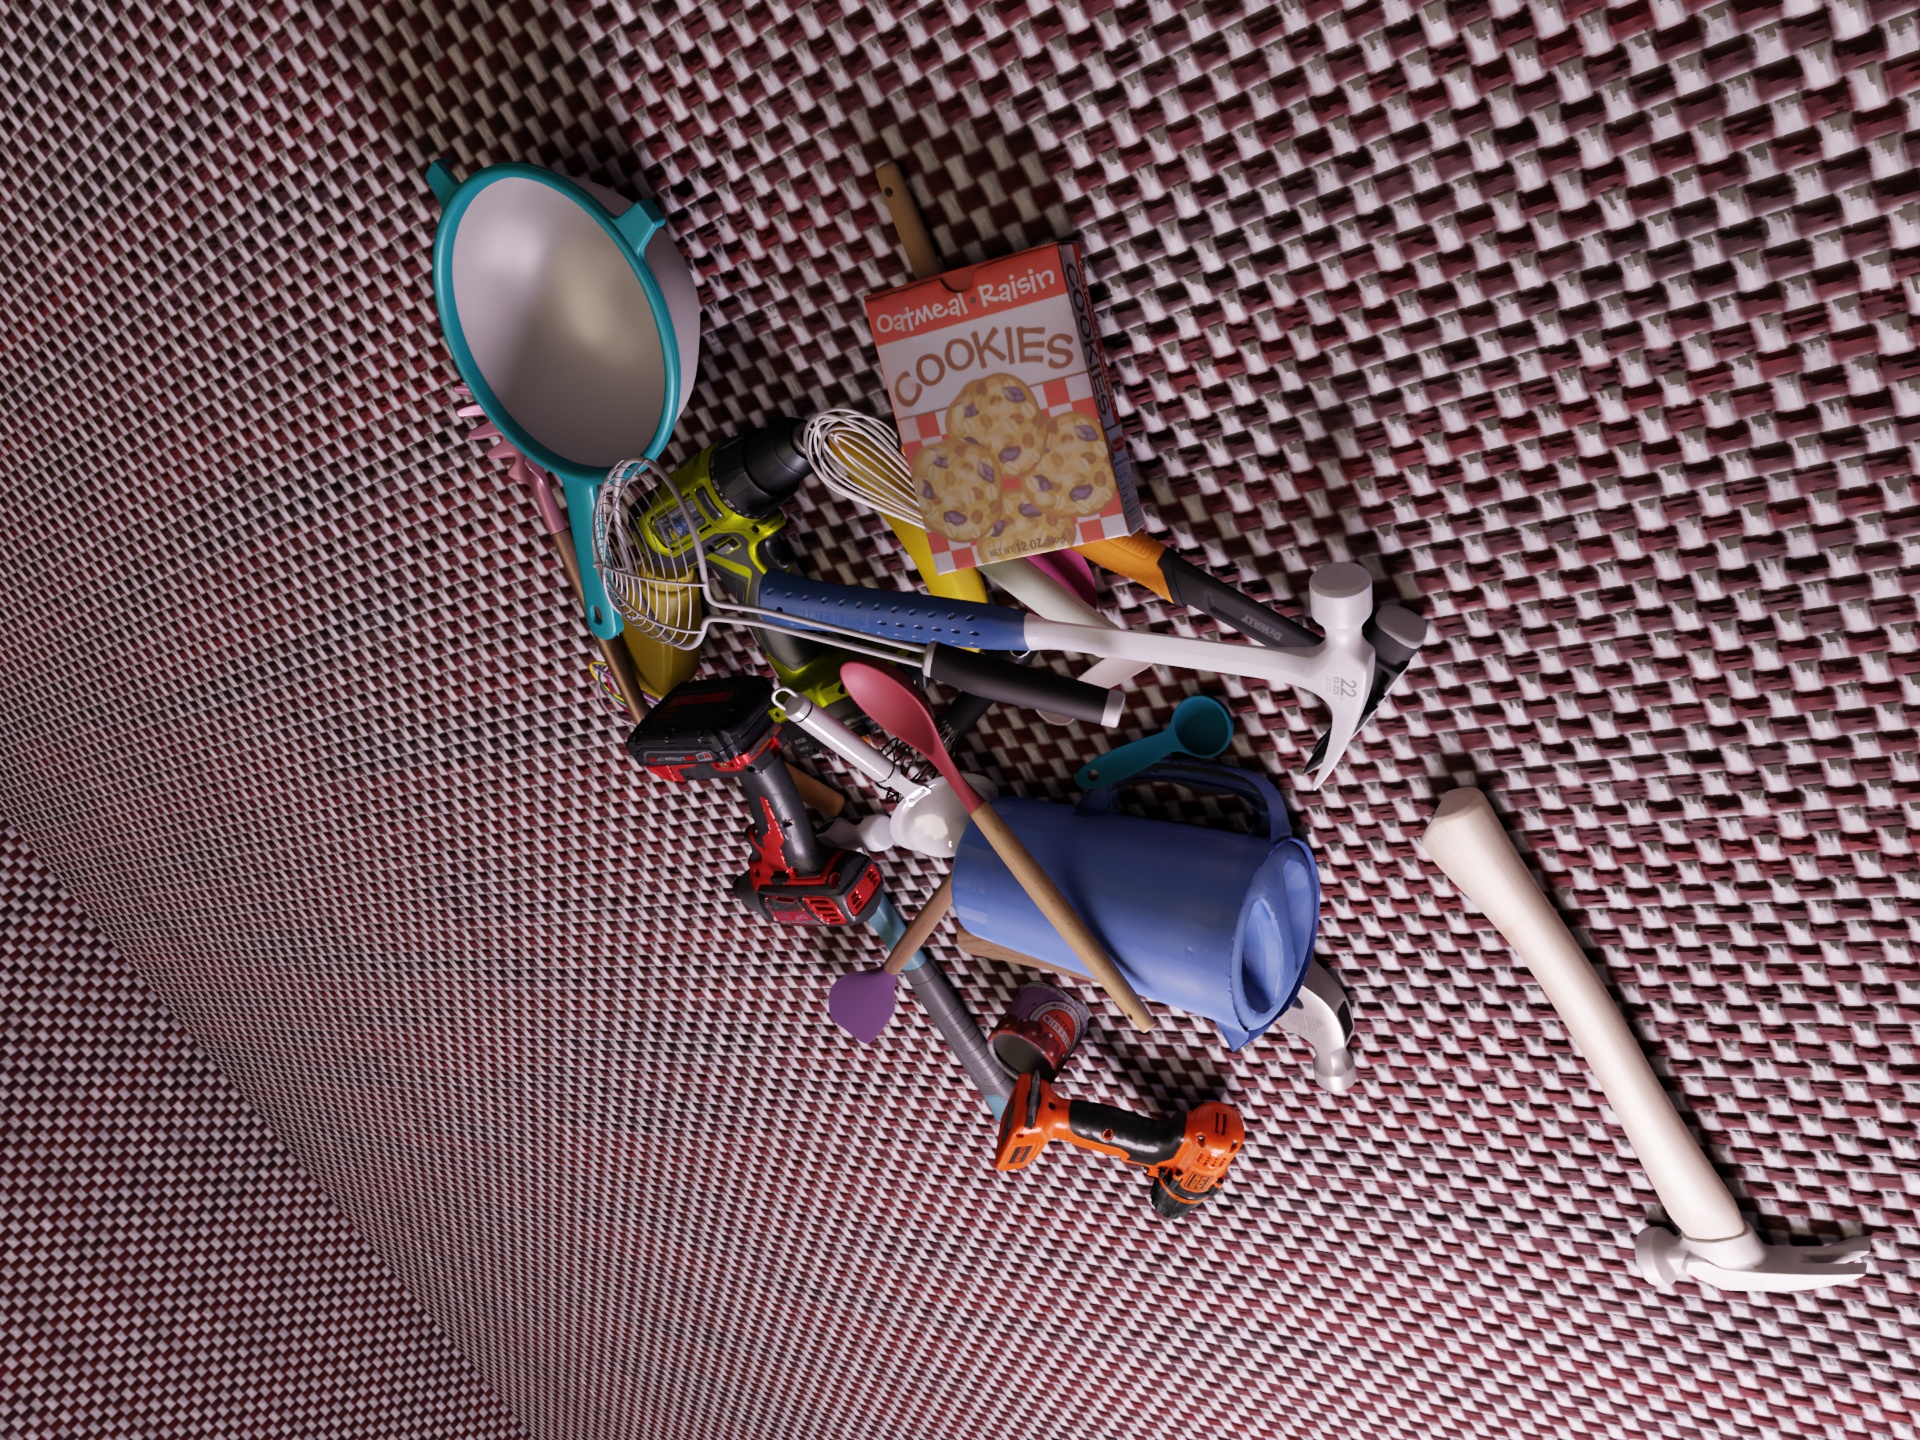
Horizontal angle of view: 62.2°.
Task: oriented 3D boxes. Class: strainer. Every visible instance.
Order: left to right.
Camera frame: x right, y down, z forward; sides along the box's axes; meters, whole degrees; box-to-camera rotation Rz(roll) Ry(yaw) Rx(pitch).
[{"bbox_3d":[-0.242,-0.219,1.095,0.211,0.095,0.340,19,130,26],"label":"strainer"},{"bbox_3d":[-0.048,0.043,1.134,0.087,0.050,0.258,-38,133,15],"label":"strainer"}]

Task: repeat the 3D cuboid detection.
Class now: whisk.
[{"bbox_3d":[-0.204,0.013,1.326,0.245,0.051,0.047,29,123,6],"label":"whisk"},{"bbox_3d":[-0.002,-0.005,1.146,0.055,0.055,0.239,41,138,0],"label":"whisk"},{"bbox_3d":[0.004,-0.118,1.016,0.246,0.059,0.057,36,150,-7],"label":"whisk"}]

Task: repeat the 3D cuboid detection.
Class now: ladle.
[{"bbox_3d":[0.027,0.079,1.060,0.315,0.031,0.069,52,155,6],"label":"ladle"}]

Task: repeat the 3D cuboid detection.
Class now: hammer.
[{"bbox_3d":[-0.033,0.221,1.380,0.128,0.033,0.330,-13,116,43],"label":"hammer"},{"bbox_3d":[0.054,-0.049,0.990,0.406,0.035,0.144,9,131,26],"label":"hammer"},{"bbox_3d":[0.107,-0.094,0.972,0.337,0.034,0.127,31,136,6],"label":"hammer"},{"bbox_3d":[0.139,0.193,1.222,0.331,0.031,0.130,8,130,33],"label":"hammer"},{"bbox_3d":[0.422,0.209,1.011,0.146,0.038,0.410,-20,111,45],"label":"hammer"}]

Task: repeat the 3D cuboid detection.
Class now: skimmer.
[{"bbox_3d":[-0.069,-0.072,1.001,0.363,0.090,0.127,15,131,7],"label":"skimmer"}]

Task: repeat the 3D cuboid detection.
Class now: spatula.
[{"bbox_3d":[-0.051,0.194,1.332,0.060,0.018,0.315,38,139,4],"label":"spatula"}]

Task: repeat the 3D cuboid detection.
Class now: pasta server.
[{"bbox_3d":[-0.311,-0.120,1.249,0.060,0.040,0.316,-6,109,57],"label":"pasta server"}]

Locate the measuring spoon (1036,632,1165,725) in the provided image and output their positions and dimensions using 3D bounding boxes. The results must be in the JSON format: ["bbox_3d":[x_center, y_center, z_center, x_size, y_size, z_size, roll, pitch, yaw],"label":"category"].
[{"bbox_3d":[0.097,-0.032,1.073,0.124,0.018,0.034,-31,103,41],"label":"measuring spoon"}]

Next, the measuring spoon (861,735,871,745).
[{"bbox_3d":[-0.105,-0.019,1.240,0.021,0.011,0.116,-13,116,44],"label":"measuring spoon"}]

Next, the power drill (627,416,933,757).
[{"bbox_3d":[-0.118,-0.098,1.134,0.190,0.080,0.228,-20,109,46],"label":"power drill"}]

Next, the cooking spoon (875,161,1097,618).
[{"bbox_3d":[0.016,-0.191,0.989,0.069,0.017,0.318,-1,125,39],"label":"cooking spoon"}]

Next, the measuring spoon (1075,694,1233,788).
[{"bbox_3d":[0.130,0.018,1.067,0.128,0.021,0.042,-27,87,37],"label":"measuring spoon"}]

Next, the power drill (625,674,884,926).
[{"bbox_3d":[-0.164,0.075,1.273,0.143,0.078,0.219,-4,125,38],"label":"power drill"}]
